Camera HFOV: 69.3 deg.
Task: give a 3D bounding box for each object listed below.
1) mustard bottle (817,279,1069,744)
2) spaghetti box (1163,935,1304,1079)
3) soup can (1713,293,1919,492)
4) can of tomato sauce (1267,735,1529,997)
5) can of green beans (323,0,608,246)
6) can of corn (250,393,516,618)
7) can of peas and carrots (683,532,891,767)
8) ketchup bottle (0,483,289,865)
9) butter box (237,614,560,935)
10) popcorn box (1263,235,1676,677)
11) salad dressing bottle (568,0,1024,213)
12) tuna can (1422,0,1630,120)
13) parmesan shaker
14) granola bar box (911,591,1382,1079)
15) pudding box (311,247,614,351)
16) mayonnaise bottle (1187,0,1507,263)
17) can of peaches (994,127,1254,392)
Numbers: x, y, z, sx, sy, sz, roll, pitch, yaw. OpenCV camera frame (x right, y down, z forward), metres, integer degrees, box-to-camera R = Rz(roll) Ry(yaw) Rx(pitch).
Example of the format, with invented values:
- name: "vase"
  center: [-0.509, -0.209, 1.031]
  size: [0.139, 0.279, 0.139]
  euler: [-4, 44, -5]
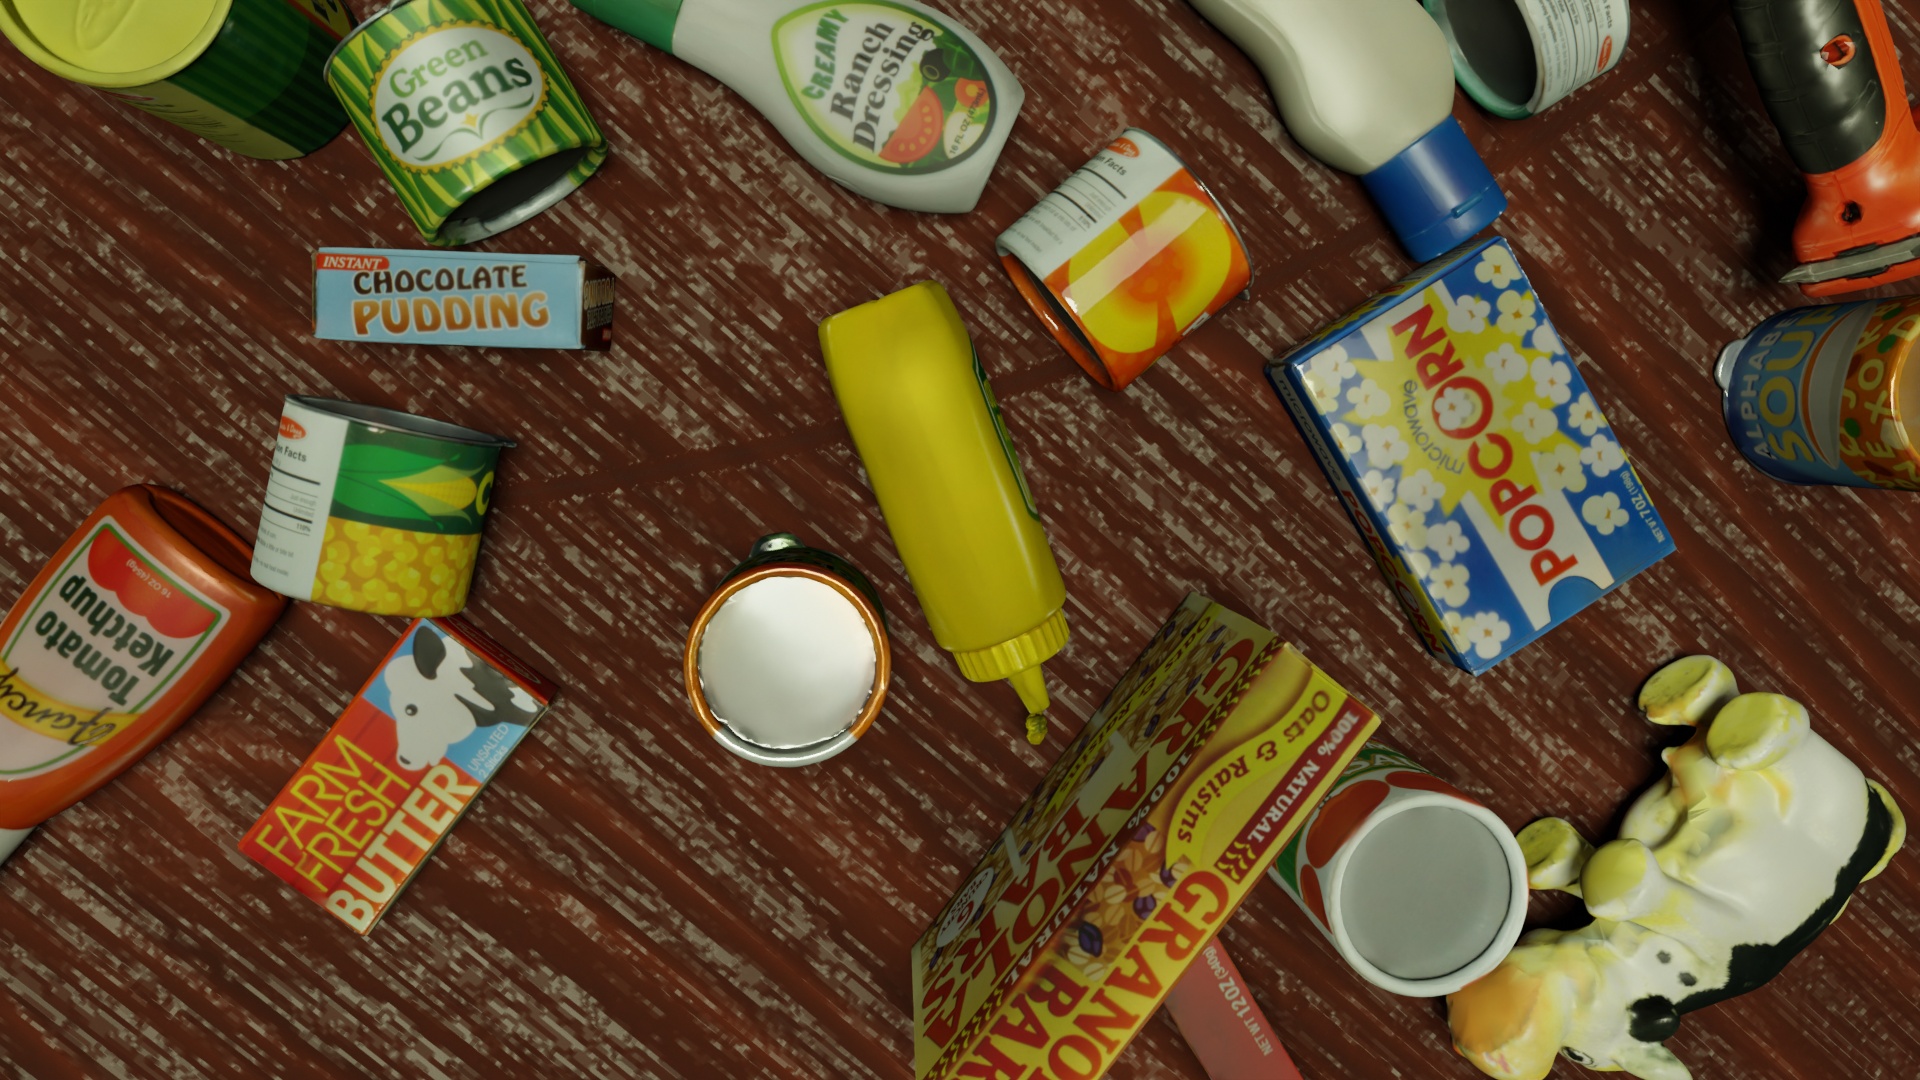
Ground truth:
- name: "mustard bottle"
  center: [0.002, -0.006, 0.463]
  size: [0.049, 0.065, 0.160]
  euler: [-21, 101, 3]
- name: "spaghetti box"
  center: [0.134, 0.237, 0.494]
  size: [0.029, 0.050, 0.250]
  euler: [-32, 96, 0]
- name: "soup can"
  center: [0.312, -0.050, 0.469]
  size: [0.071, 0.084, 0.071]
  euler: [0, 95, -3]
- name: "can of tomato sauce"
  center: [0.142, 0.104, 0.468]
  size: [0.071, 0.083, 0.071]
  euler: [0, 95, -4]
- name: "can of green beans"
  center: [-0.154, -0.134, 0.439]
  size: [0.071, 0.071, 0.058]
  euler: [-31, 96, -1]
- name: "can of corn"
  center: [-0.185, -0.011, 0.447]
  size: [0.071, 0.071, 0.058]
  euler: [13, 94, -5]
- name: "can of peas and carrots"
  center: [-0.056, 0.034, 0.462]
  size: [0.071, 0.059, 0.071]
  euler: [0, 94, -4]
- name: "ketchup bottle"
  center: [-0.293, 0.055, 0.454]
  size: [0.064, 0.043, 0.149]
  euler: [42, 91, -6]
- name: "butter box"
  center: [-0.190, 0.078, 0.473]
  size: [0.053, 0.024, 0.103]
  euler: [39, 91, -6]
- name: "popcorn box"
  center: [0.176, -0.030, 0.484]
  size: [0.085, 0.038, 0.126]
  euler: [-32, 95, -2]
- name: "salad dressing bottle"
  center: [-0.054, -0.159, 0.455]
  size: [0.148, 0.044, 0.064]
  euler: [25, 91, -5]
- name: "tuna can"
  center: [0.184, -0.177, 0.462]
  size: [0.033, 0.071, 0.071]
  euler: [-31, 96, 0]
- name: "parmesan shaker"
  center: [-0.230, -0.158, 0.413]
  size: [0.071, 0.103, 0.071]
  euler: [0, 95, -4]
- name: "granola bar box"
  center: [0.050, 0.099, 0.441]
  size: [0.039, 0.124, 0.165]
  euler: [38, 91, -5]
- name: "pudding box"
  center: [-0.159, -0.078, 0.451]
  size: [0.084, 0.050, 0.030]
  euler: [2, 96, -4]
- name: "mayonnaise bottle"
  center: [0.130, -0.164, 0.470]
  size: [0.065, 0.041, 0.148]
  euler: [-36, 97, 1]
- name: "can of peaches"
  center: [0.054, -0.089, 0.458]
  size: [0.058, 0.071, 0.071]
  euler: [-39, 96, 0]
